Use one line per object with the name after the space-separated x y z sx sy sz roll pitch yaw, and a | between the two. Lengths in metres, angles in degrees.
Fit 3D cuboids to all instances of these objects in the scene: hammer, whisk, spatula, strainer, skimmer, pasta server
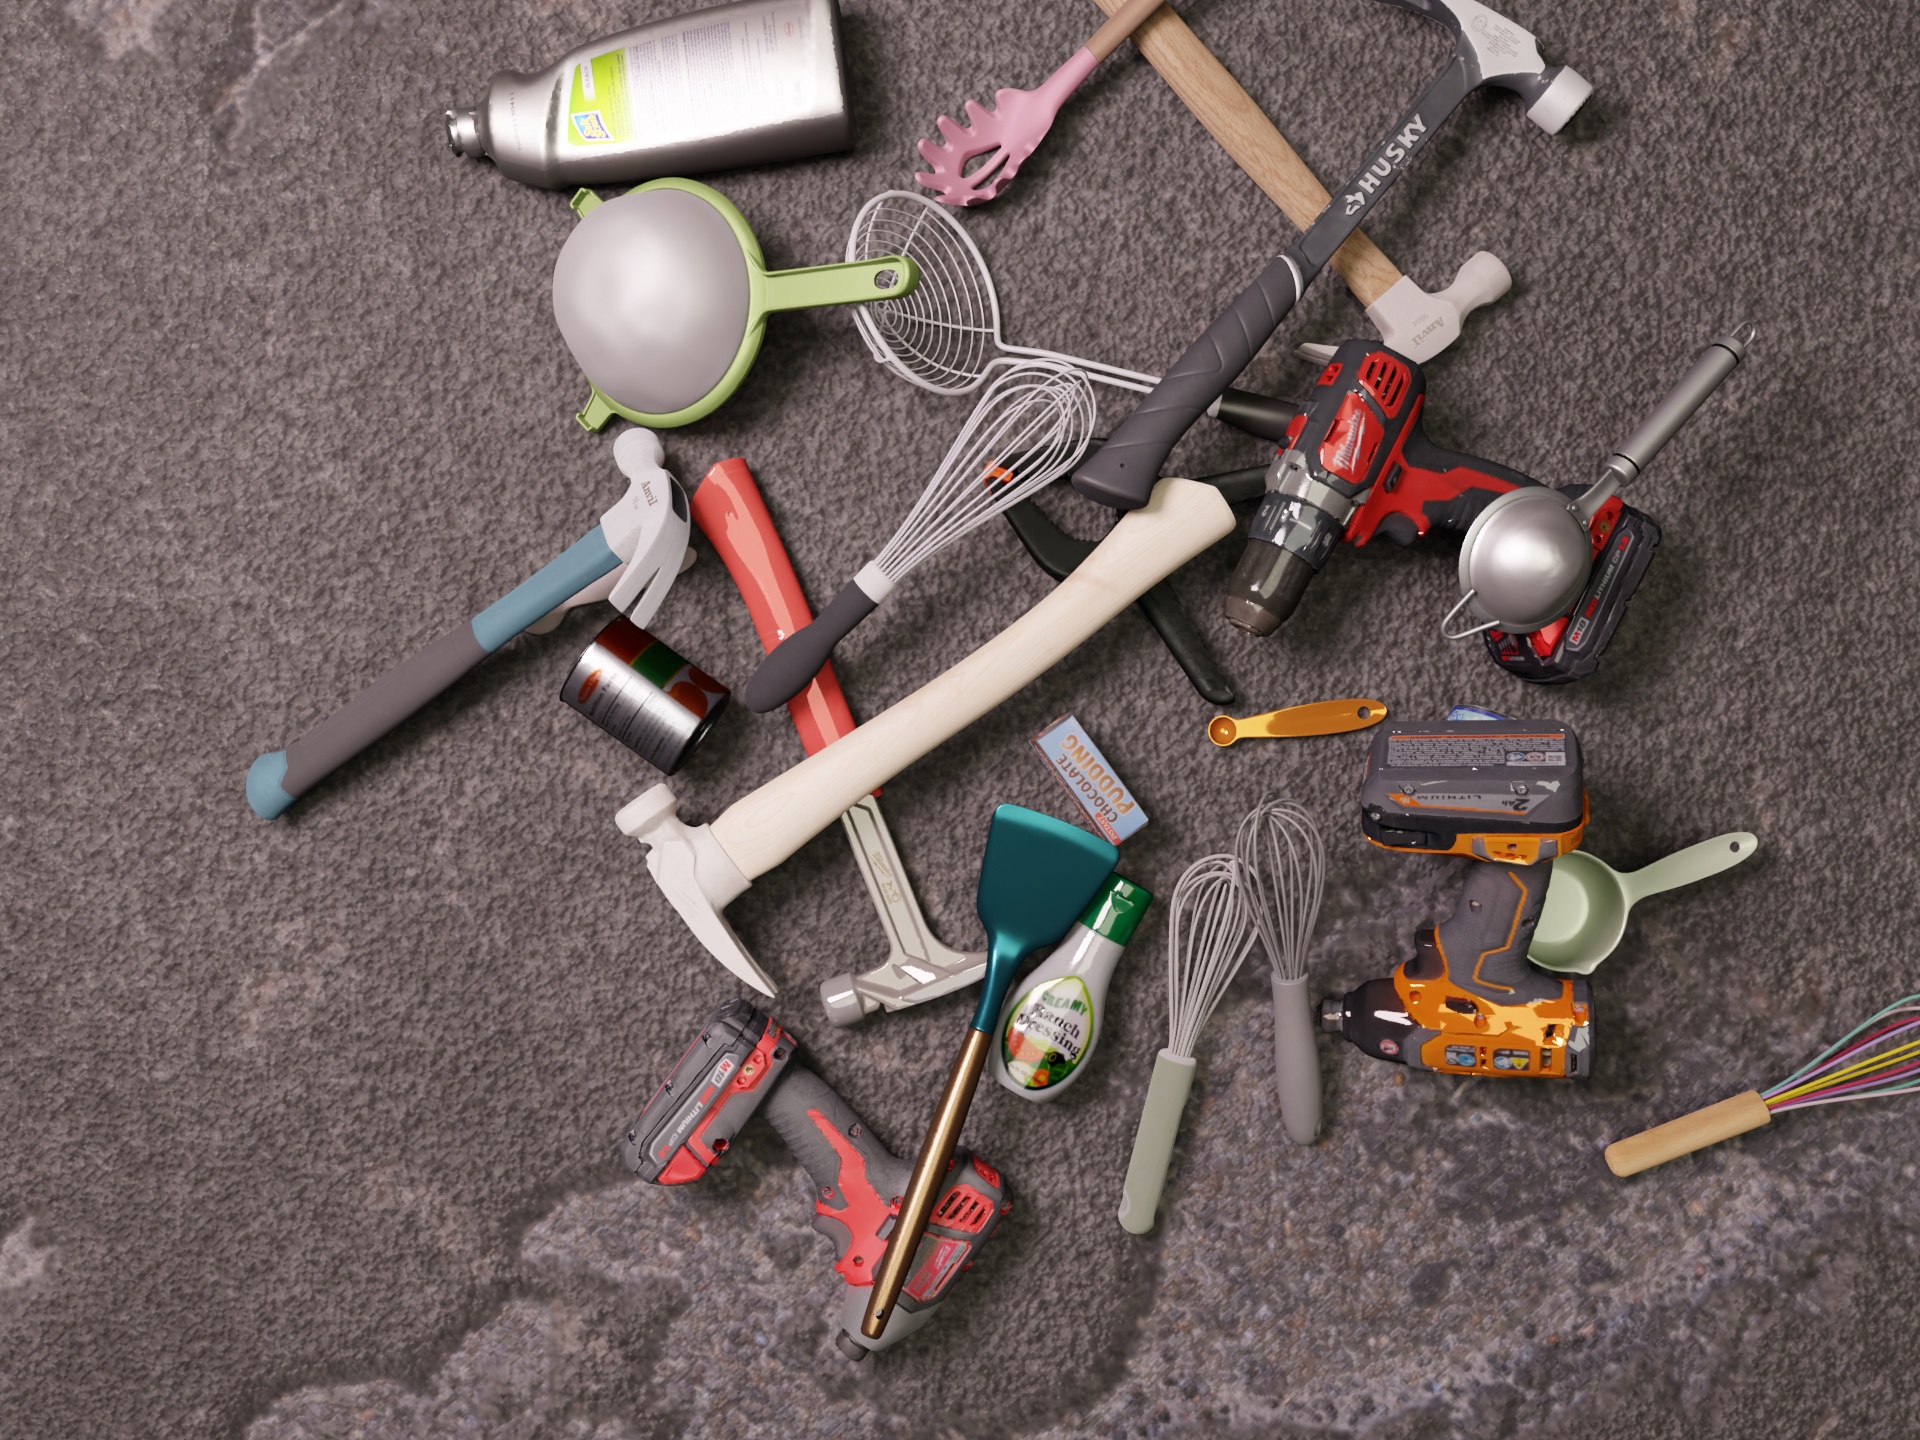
-0.304 -0.045 0.975 0.331 0.033 0.128 -34 50 8 | hammer
0.138 0.203 0.993 0.059 0.058 0.246 13 94 -8 | whisk
-0.027 -0.105 0.948 0.284 0.070 0.070 -44 90 10 | whisk
-0.074 0.003 0.999 0.149 0.037 0.359 -22 90 -1 | hammer
0.207 -0.285 0.963 0.149 0.036 0.409 40 81 2 | hammer
0.201 0.155 0.971 0.055 0.055 0.238 -9 108 -1 | whisk
0.004 0.209 0.943 0.082 0.044 0.317 22 77 -6 | spatula
-0.148 -0.252 0.931 0.256 0.069 0.151 3 95 29 | strainer
0.522 0.232 0.996 0.245 0.047 0.051 -22 91 3 | whisk
0.106 -0.228 0.976 0.363 0.090 0.127 14 64 -2 | skimmer
0.099 -0.433 0.979 0.316 0.040 0.060 -42 74 12 | pasta server
-0.002 -0.003 0.964 0.410 0.038 0.146 -36 92 -1 | hammer
0.376 -0.139 0.918 0.258 0.050 0.086 -47 110 -5 | strainer
0.193 -0.356 1.009 0.130 0.031 0.331 -41 89 -1 | hammer

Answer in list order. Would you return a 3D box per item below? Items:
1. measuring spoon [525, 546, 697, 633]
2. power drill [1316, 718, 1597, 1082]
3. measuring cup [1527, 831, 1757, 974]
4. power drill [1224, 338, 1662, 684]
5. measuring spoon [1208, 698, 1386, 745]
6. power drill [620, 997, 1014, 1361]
-0.227 -0.087 1.008 0.124 0.018 0.034 -19 89 -1 | measuring spoon
0.289 0.115 0.940 0.164 0.084 0.226 -1 119 19 | power drill
0.416 0.102 1.001 0.167 0.038 0.083 -20 89 -3 | measuring cup
0.283 -0.101 0.966 0.226 0.080 0.188 28 89 -8 | power drill
0.214 0.001 1.015 0.117 0.011 0.021 -7 89 -4 | measuring spoon
-0.092 0.284 0.977 0.219 0.078 0.143 36 89 -3 | power drill
